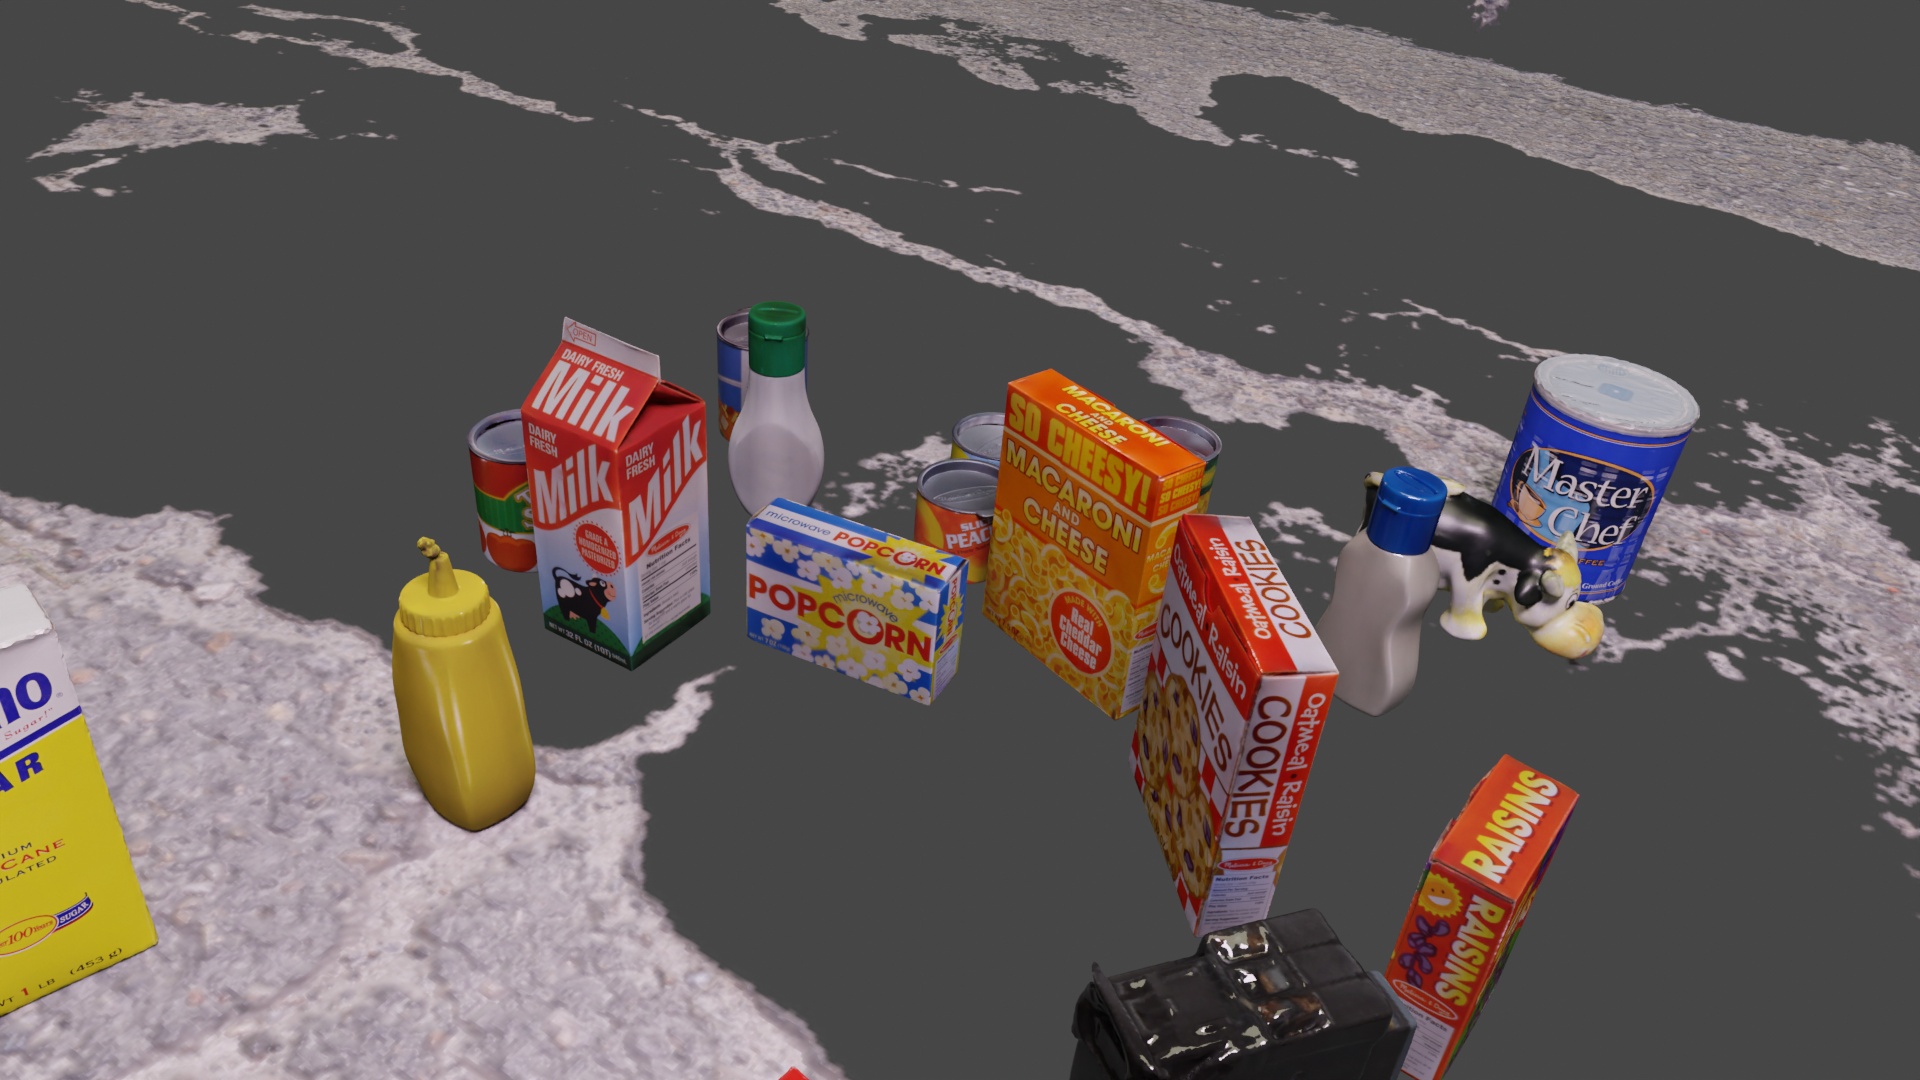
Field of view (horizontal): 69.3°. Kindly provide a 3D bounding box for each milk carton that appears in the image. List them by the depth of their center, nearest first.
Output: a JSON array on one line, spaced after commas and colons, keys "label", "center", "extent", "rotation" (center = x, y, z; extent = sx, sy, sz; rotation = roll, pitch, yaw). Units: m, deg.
[{"label": "milk carton", "center": [-0.193, -0.030, 0.787], "extent": [0.072, 0.189, 0.074], "rotation": [23, 37, 23]}]

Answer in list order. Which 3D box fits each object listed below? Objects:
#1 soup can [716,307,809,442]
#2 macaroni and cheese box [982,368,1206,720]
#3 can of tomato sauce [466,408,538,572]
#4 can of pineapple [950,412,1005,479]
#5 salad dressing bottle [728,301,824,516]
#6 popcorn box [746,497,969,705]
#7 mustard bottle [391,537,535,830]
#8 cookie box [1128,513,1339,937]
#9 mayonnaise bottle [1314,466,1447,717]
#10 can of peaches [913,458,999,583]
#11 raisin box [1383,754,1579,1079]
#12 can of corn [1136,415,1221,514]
[{"label": "soup can", "center": [-0.146, -0.119, 1.023], "extent": [0.071, 0.083, 0.072], "rotation": [4, 34, -3]}, {"label": "macaroni and cheese box", "center": [0.072, 0.001, 0.803], "extent": [0.040, 0.165, 0.124], "rotation": [-21, 42, -34]}, {"label": "can of tomato sauce", "center": [-0.269, -0.030, 0.873], "extent": [0.071, 0.082, 0.071], "rotation": [4, 34, -3]}, {"label": "can of pineapple", "center": [0.026, -0.048, 0.966], "extent": [0.071, 0.057, 0.071], "rotation": [4, 34, -3]}, {"label": "salad dressing bottle", "center": [-0.121, -0.084, 0.917], "extent": [0.064, 0.146, 0.044], "rotation": [5, 34, -2]}, {"label": "popcorn box", "center": [-0.063, 0.034, 0.806], "extent": [0.127, 0.084, 0.038], "rotation": [18, 36, 18]}, {"label": "mustard bottle", "center": [-0.241, 0.065, 0.666], "extent": [0.065, 0.159, 0.049], "rotation": [28, 40, 30]}, {"label": "cookie box", "center": [0.127, 0.089, 0.680], "extent": [0.040, 0.166, 0.123], "rotation": [-1, 34, -10]}, {"label": "mayonnaise bottle", "center": [0.245, 0.029, 0.805], "extent": [0.041, 0.147, 0.065], "rotation": [-19, 41, -33]}, {"label": "can of peaches", "center": [0.003, -0.011, 0.909], "extent": [0.071, 0.057, 0.071], "rotation": [4, 34, -3]}, {"label": "raisin box", "center": [0.225, 0.169, 0.616], "extent": [0.040, 0.122, 0.086], "rotation": [27, 39, 29]}, {"label": "can of corn", "center": [0.146, -0.046, 0.982], "extent": [0.071, 0.058, 0.071], "rotation": [4, 34, -3]}]
